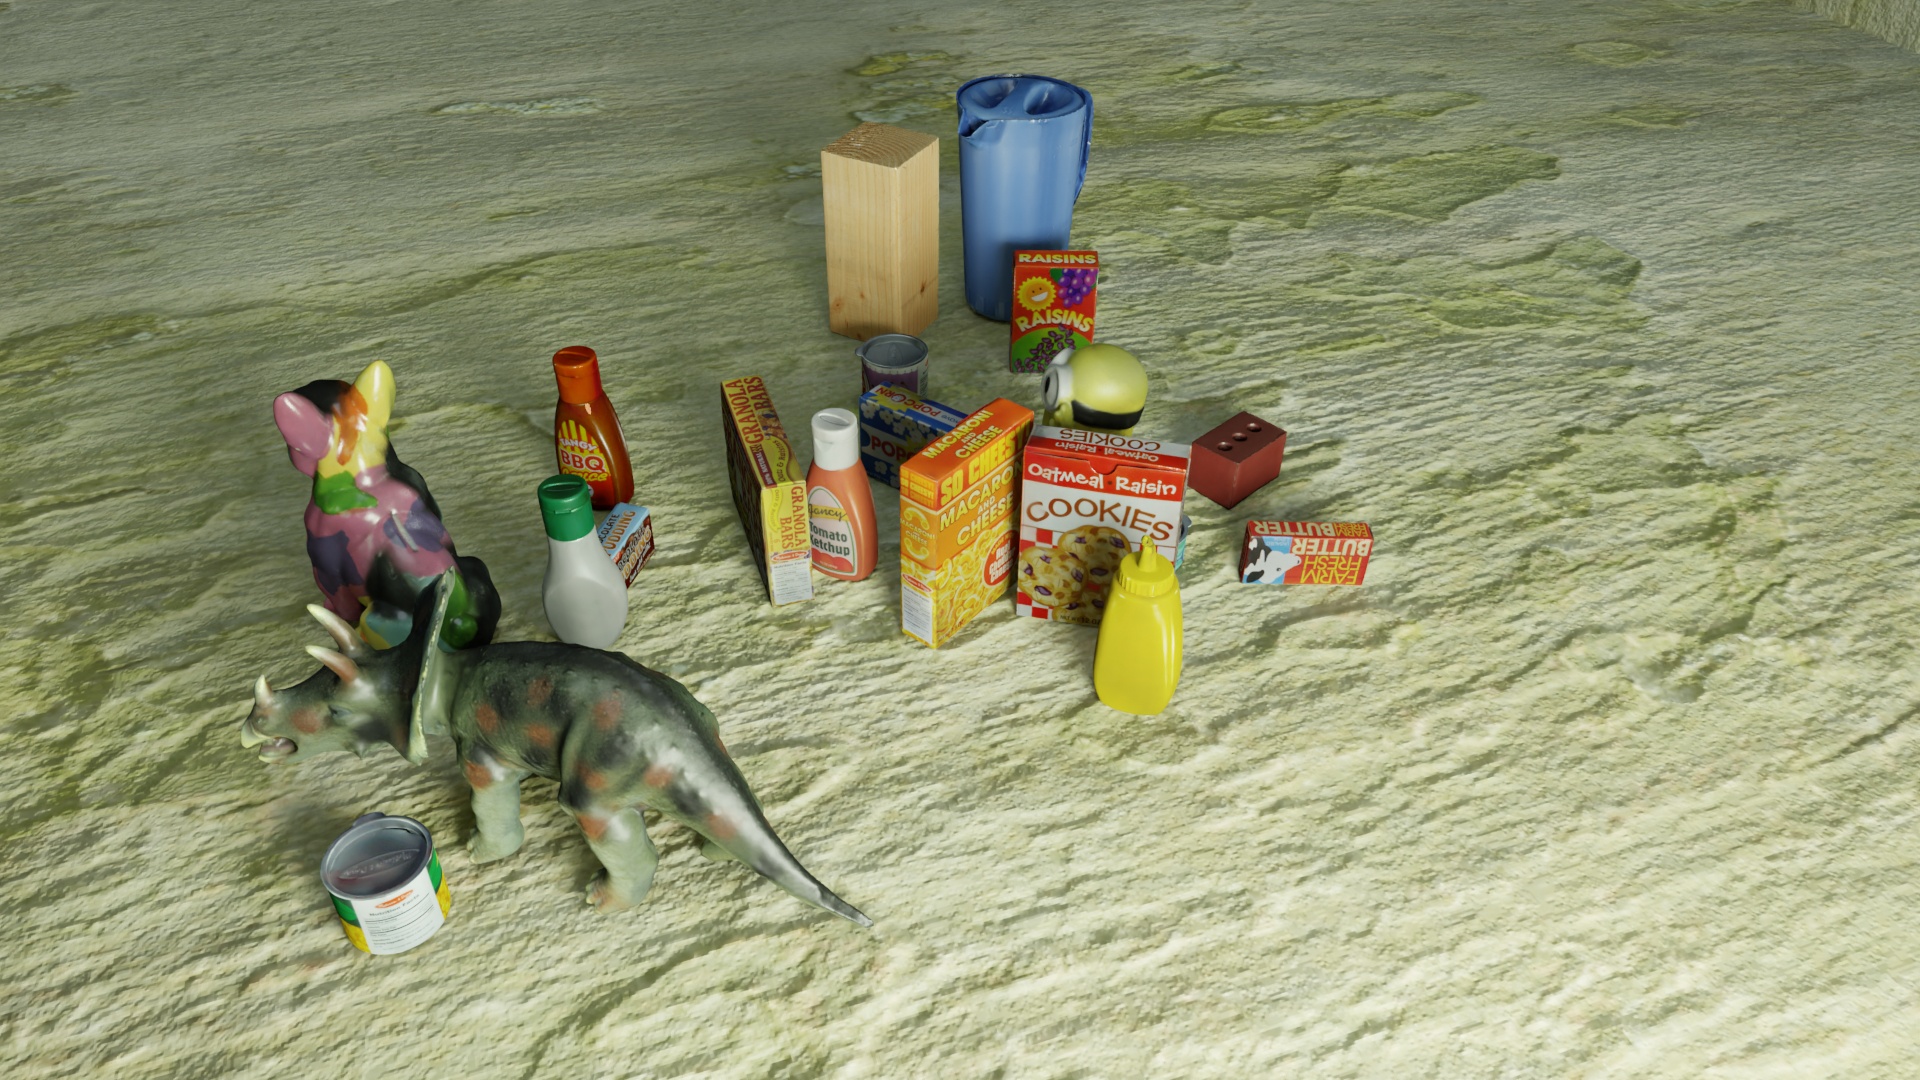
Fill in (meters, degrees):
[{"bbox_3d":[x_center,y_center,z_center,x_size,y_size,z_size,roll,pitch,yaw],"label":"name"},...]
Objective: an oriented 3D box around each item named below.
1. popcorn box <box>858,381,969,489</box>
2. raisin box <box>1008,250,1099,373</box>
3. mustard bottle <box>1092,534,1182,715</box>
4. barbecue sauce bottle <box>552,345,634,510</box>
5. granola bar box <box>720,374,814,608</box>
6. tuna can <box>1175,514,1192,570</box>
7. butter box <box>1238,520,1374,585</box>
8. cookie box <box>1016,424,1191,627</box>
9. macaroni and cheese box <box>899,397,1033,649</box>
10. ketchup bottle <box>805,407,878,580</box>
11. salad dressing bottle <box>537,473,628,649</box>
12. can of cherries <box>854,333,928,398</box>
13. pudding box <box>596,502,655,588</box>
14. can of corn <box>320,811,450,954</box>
[{"bbox_3d":[-0.030,-0.081,1.245,0.127,0.084,0.038,25,44,27],"label":"popcorn box"},{"bbox_3d":[0.094,-0.231,1.408,0.086,0.122,0.040,1,38,0],"label":"raisin box"},{"bbox_3d":[0.133,0.057,1.014,0.065,0.159,0.049,11,39,13],"label":"mustard bottle"},{"bbox_3d":[-0.324,-0.097,1.208,0.065,0.147,0.044,11,39,13],"label":"barbecue sauce bottle"},{"bbox_3d":[-0.163,-0.043,1.163,0.039,0.123,0.166,-11,40,-15],"label":"granola bar box"},{"bbox_3d":[0.163,-0.001,1.190,0.071,0.032,0.071,1,38,0],"label":"tuna can"},{"bbox_3d":[0.288,0.011,1.162,0.103,0.052,0.024,1,38,0],"label":"butter box"},{"bbox_3d":[0.109,-0.005,1.086,0.123,0.166,0.040,8,39,9],"label":"cookie box"},{"bbox_3d":[0.004,-0.014,1.096,0.040,0.165,0.124,26,45,28],"label":"macaroni and cheese box"},{"bbox_3d":[-0.100,-0.038,1.138,0.065,0.148,0.044,18,41,21],"label":"ketchup bottle"},{"bbox_3d":[-0.292,0.018,1.063,0.064,0.146,0.044,-5,39,-7],"label":"salad dressing bottle"},{"bbox_3d":[-0.067,-0.163,1.370,0.071,0.058,0.072,1,38,0],"label":"can of cherries"},{"bbox_3d":[-0.286,0.012,1.150,0.030,0.049,0.084,10,39,12],"label":"pudding box"},{"bbox_3d":[-0.364,0.217,0.881,0.071,0.058,0.071,1,38,0],"label":"can of corn"}]
